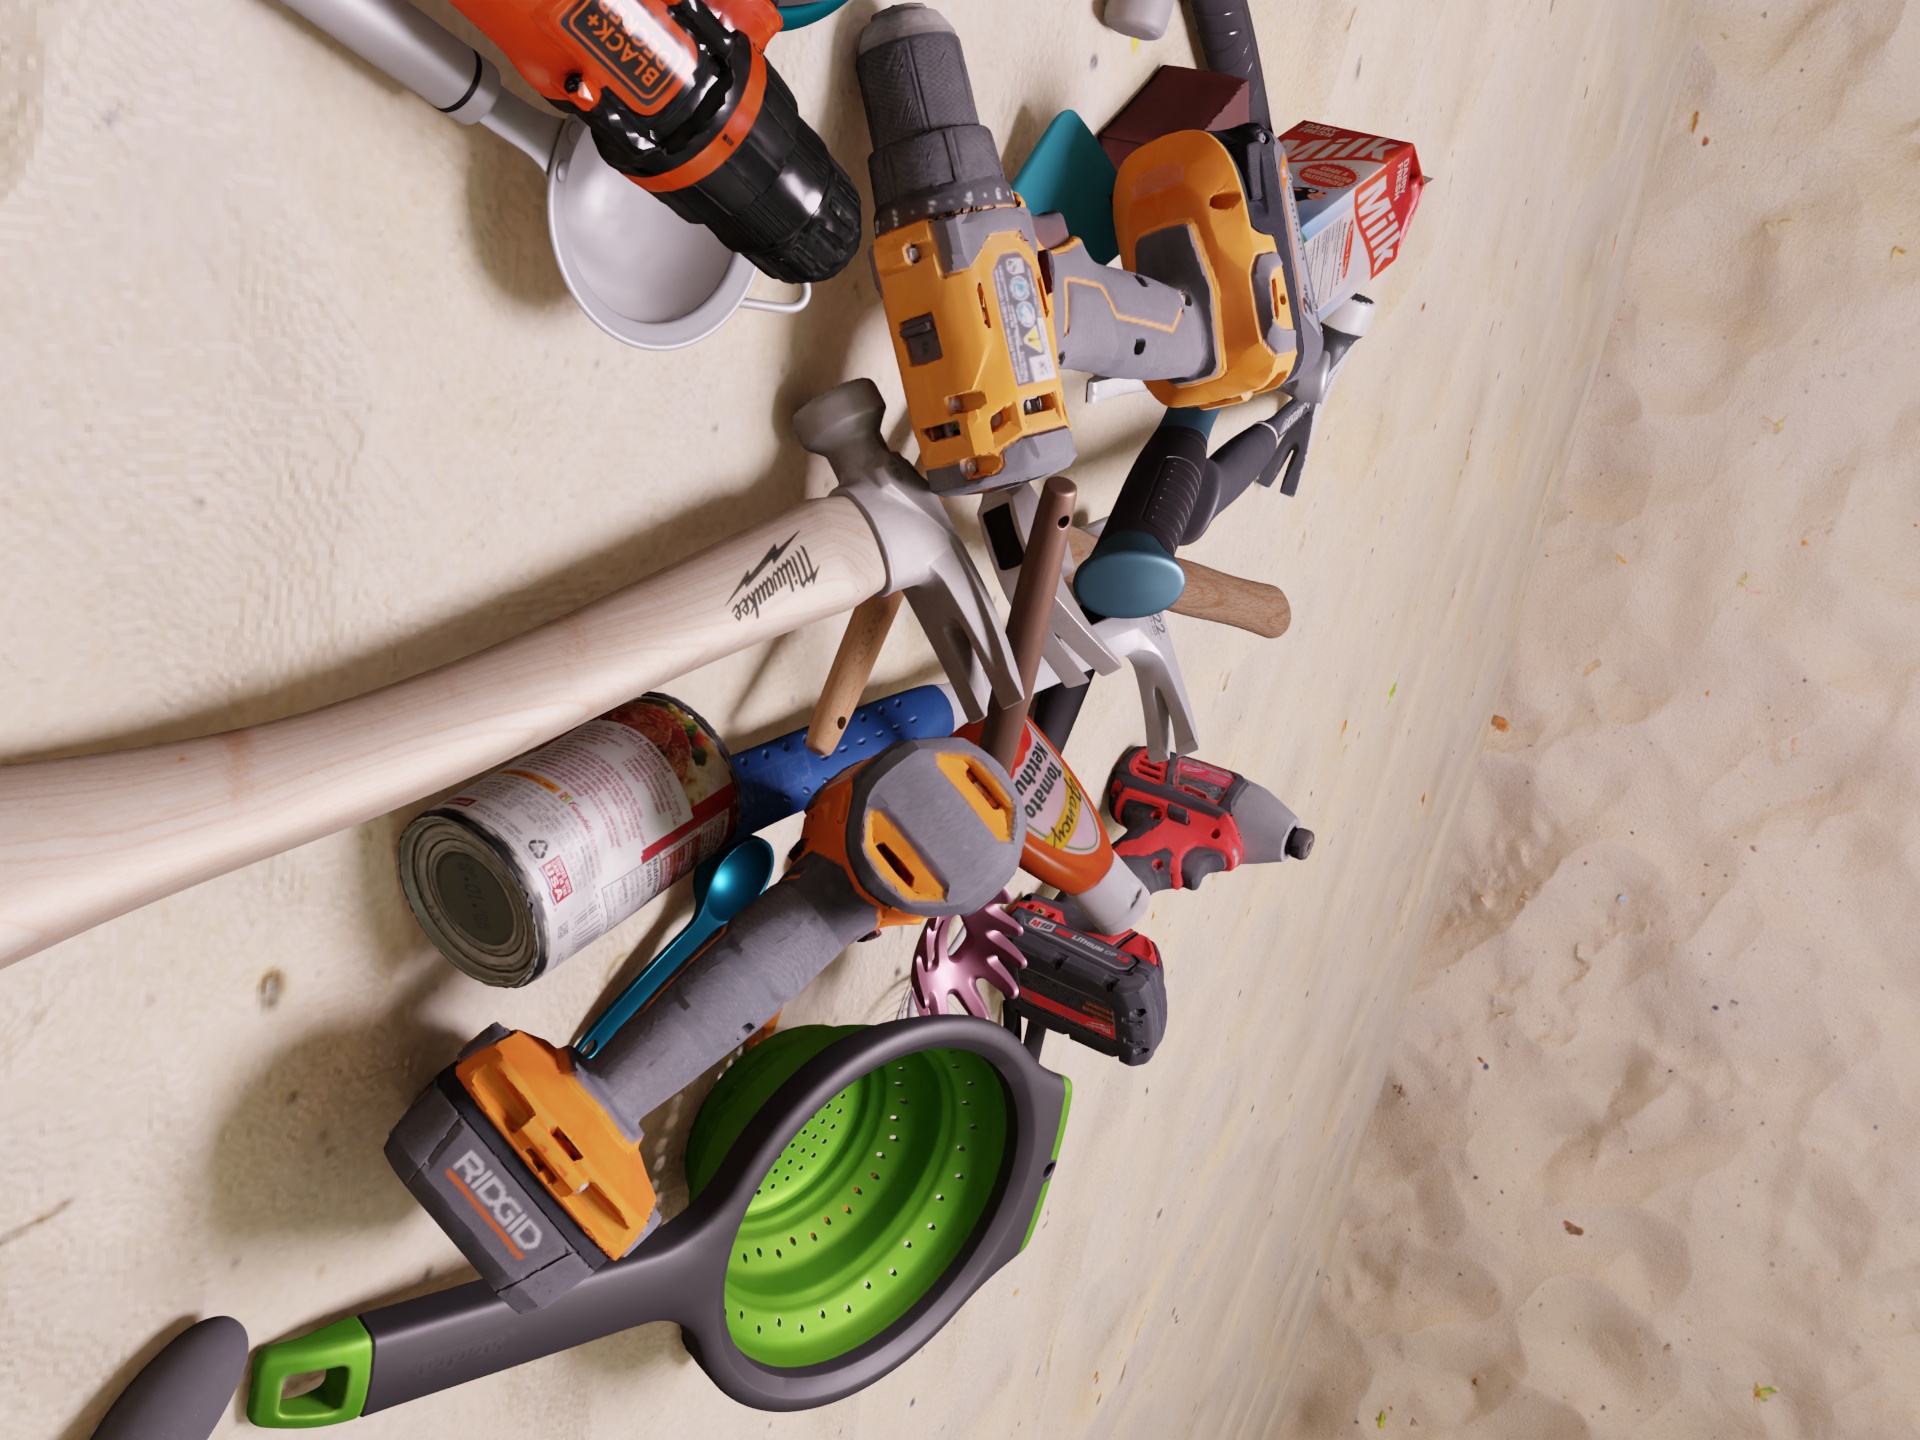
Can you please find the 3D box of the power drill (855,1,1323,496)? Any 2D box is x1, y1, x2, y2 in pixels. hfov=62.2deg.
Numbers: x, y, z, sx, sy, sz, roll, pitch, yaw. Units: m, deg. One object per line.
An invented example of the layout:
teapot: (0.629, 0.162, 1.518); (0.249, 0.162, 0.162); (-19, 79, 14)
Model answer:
power drill: (0.052, -0.205, 0.675); (0.226, 0.084, 0.185); (-23, 103, -41)

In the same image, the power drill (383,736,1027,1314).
power drill: (-0.087, 0.096, 0.576); (0.226, 0.084, 0.164); (-40, -177, -15)

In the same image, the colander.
colander: (-0.121, 0.214, 0.703); (0.397, 0.095, 0.204); (-1, 111, -44)

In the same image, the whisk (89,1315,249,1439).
whisk: (-0.297, 0.295, 0.436); (0.285, 0.070, 0.070); (-59, 153, -33)

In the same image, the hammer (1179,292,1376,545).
hammer: (0.189, -0.174, 0.997); (0.409, 0.036, 0.149); (-43, 154, -59)

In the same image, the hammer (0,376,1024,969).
hammer: (-0.127, -0.005, 0.508); (0.410, 0.038, 0.146); (-30, 93, -48)

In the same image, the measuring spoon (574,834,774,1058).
measuring spoon: (-0.128, 0.097, 0.675); (0.129, 0.021, 0.042); (-49, 149, -20)

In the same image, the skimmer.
skimmer: (0.050, 0.086, 0.924); (0.127, 0.090, 0.363); (33, 77, -57)

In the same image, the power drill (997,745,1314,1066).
power drill: (0.130, 0.111, 1.045); (0.220, 0.143, 0.078); (-47, 144, -35)

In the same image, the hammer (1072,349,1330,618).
hammer: (0.106, -0.130, 0.775); (0.331, 0.128, 0.033); (-62, 158, -58)

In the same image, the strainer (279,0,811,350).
strainer: (-0.133, -0.174, 0.444); (0.258, 0.050, 0.087); (21, 86, -59)

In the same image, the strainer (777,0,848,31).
strainer: (-0.057, -0.295, 0.445); (0.340, 0.095, 0.210); (-41, 142, -48)

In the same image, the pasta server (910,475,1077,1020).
pasta server: (0.018, 0.030, 0.713); (0.060, 0.040, 0.316); (-17, 138, -29)

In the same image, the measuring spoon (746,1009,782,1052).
measuring spoon: (-0.088, 0.113, 0.770); (0.021, 0.011, 0.117); (-7, 117, -62)

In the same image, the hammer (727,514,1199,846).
hammer: (-0.001, -0.002, 0.776); (0.405, 0.035, 0.144); (-24, 92, -51)

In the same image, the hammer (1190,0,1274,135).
hammer: (0.172, -0.351, 0.929); (0.146, 0.035, 0.334); (-65, 154, -11)

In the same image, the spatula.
spatula: (0.001, -0.126, 0.711); (0.082, 0.044, 0.318); (44, 60, -47)

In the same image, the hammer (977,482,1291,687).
hammer: (0.109, -0.076, 0.879); (0.331, 0.031, 0.130); (6, 67, -56)

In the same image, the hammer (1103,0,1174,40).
hammer: (0.077, -0.375, 0.594); (0.359, 0.037, 0.149); (-46, 152, -77)

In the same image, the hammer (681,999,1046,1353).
hammer: (-0.045, 0.275, 0.935); (0.337, 0.034, 0.127); (-19, 125, -58)
